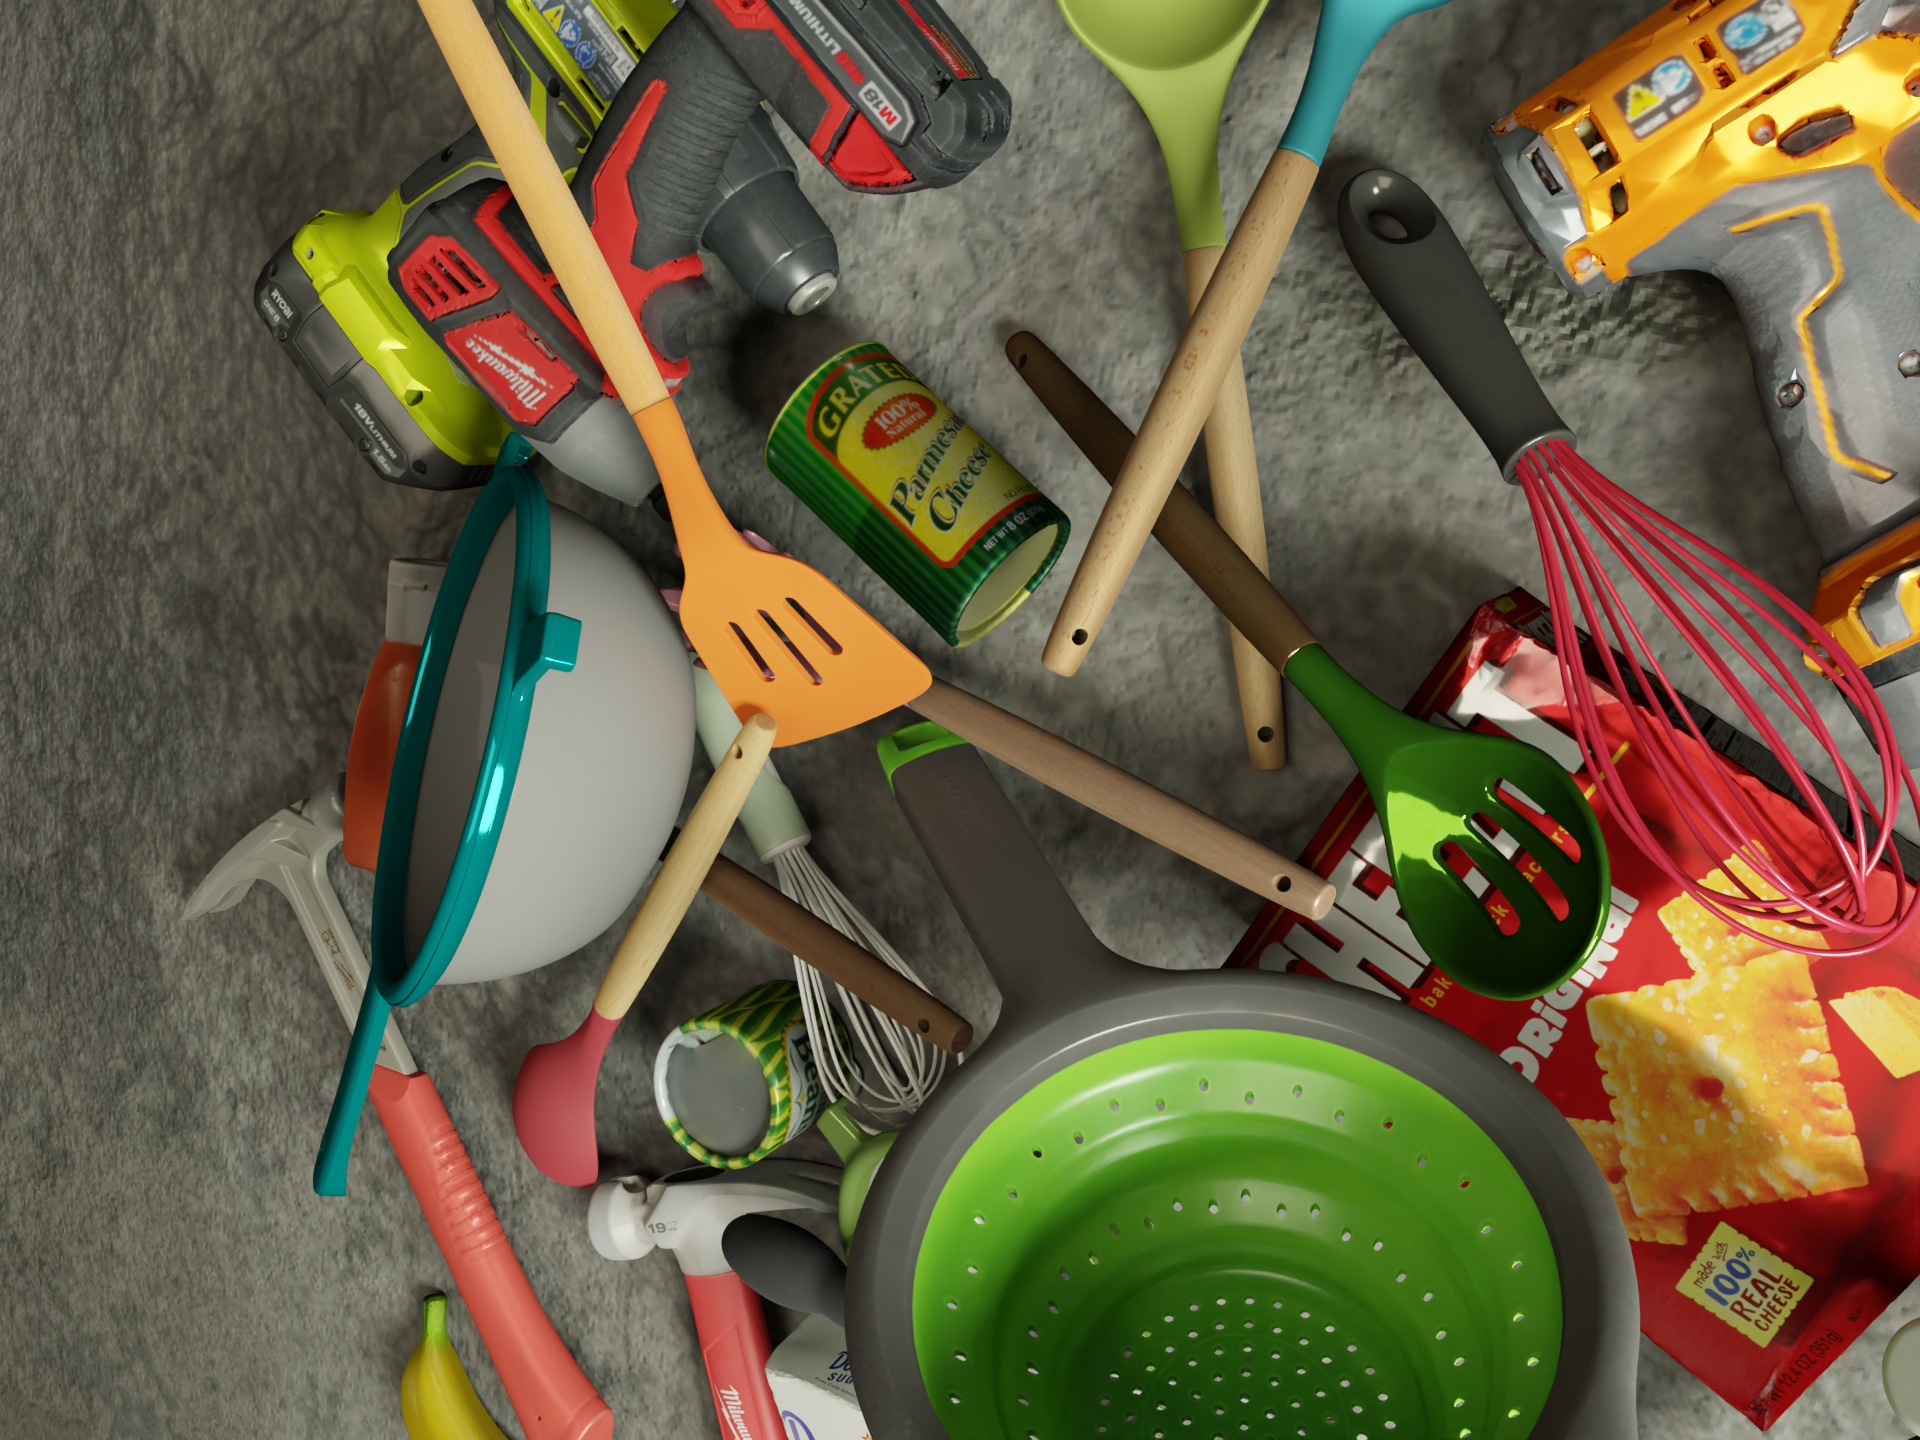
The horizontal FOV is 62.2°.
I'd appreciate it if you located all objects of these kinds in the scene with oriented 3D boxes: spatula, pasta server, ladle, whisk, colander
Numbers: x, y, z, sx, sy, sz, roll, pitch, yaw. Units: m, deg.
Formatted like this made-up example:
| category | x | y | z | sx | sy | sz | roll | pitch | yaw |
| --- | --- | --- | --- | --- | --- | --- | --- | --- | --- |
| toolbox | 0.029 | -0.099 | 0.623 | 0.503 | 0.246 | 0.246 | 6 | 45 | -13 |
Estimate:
| category | x | y | z | sx | sy | sz | roll | pitch | yaw |
| --- | --- | --- | --- | --- | --- | --- | --- | --- | --- |
| spatula | -0.110 | 0.057 | 0.668 | 0.316 | 0.018 | 0.059 | 27 | 109 | 38 |
| pasta server | -0.001 | -0.002 | 0.593 | 0.316 | 0.040 | 0.060 | 28 | 99 | 36 |
| ladle | 0.087 | -0.137 | 0.551 | 0.078 | 0.062 | 0.320 | -7 | 97 | 12 |
| ladle | -0.140 | 0.108 | 0.681 | 0.069 | 0.031 | 0.315 | 51 | 130 | 24 |
| whisk | -0.070 | 0.061 | 0.673 | 0.059 | 0.057 | 0.246 | -26 | 80 | -6 |
| whisk | 0.005 | 0.230 | 0.566 | 0.285 | 0.070 | 0.070 | 10 | 103 | 44 |
| whisk | 0.180 | -0.063 | 0.466 | 0.073 | 0.073 | 0.296 | -38 | 55 | 27 |
| colander | 0.050 | 0.132 | 0.510 | 0.398 | 0.204 | 0.094 | -123 | 17 | -53 |
| spatula | -0.115 | -0.133 | 0.552 | 0.081 | 0.041 | 0.322 | -20 | 103 | 25 |
| spatula | 0.100 | -0.157 | 0.509 | 0.082 | 0.044 | 0.317 | 22 | 97 | -18 |

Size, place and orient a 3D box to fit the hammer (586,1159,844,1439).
| category | x | y | z | sx | sy | sz | roll | pitch | yaw |
| --- | --- | --- | --- | --- | --- | --- | --- | --- | --- |
| hammer | -0.064 | 0.391 | 0.719 | 0.143 | 0.038 | 0.386 | -13 | 91 | 27 |

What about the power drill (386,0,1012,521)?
| category | x | y | z | sx | sy | sz | roll | pitch | yaw |
| --- | --- | --- | --- | --- | --- | --- | --- | --- | --- |
| power drill | -0.094 | -0.179 | 0.576 | 0.219 | 0.078 | 0.143 | -37 | 99 | 25 |

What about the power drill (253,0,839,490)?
| category | x | y | z | sx | sy | sz | roll | pitch | yaw |
| --- | --- | --- | --- | --- | --- | --- | --- | --- | --- |
| power drill | -0.173 | -0.200 | 0.667 | 0.228 | 0.080 | 0.190 | -37 | 89 | 25 |

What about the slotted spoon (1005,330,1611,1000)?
| category | x | y | z | sx | sy | sz | roll | pitch | yaw |
| --- | --- | --- | --- | --- | --- | --- | --- | --- | --- |
| slotted spoon | 0.098 | -0.038 | 0.521 | 0.314 | 0.031 | 0.070 | 55 | 128 | 33 |

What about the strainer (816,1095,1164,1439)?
| category | x | y | z | sx | sy | sz | roll | pitch | yaw |
| --- | --- | --- | --- | --- | --- | --- | --- | --- | --- |
| strainer | 0.039 | 0.255 | 0.637 | 0.151 | 0.069 | 0.256 | 8 | 120 | 39 |

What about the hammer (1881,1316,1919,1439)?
| category | x | y | z | sx | sy | sz | roll | pitch | yaw |
| --- | --- | --- | --- | --- | --- | --- | --- | --- | --- |
| hammer | 0.230 | 0.286 | 0.521 | 0.334 | 0.146 | 0.035 | -49 | 30 | 35 |

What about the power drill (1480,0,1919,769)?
| category | x | y | z | sx | sy | sz | roll | pitch | yaw |
| --- | --- | --- | --- | --- | --- | --- | --- | --- | --- |
| power drill | 0.271 | -0.119 | 0.441 | 0.164 | 0.084 | 0.226 | -31 | 79 | 27 |

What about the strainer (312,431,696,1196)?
| category | x | y | z | sx | sy | sz | roll | pitch | yaw |
| --- | --- | --- | --- | --- | --- | --- | --- | --- | --- |
| strainer | -0.185 | 0.067 | 0.654 | 0.340 | 0.095 | 0.211 | -67 | 28 | 21 |

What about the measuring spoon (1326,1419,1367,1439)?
| category | x | y | z | sx | sy | sz | roll | pitch | yaw |
| --- | --- | --- | --- | --- | --- | --- | --- | --- | --- |
| measuring spoon | 0.112 | 0.307 | 0.623 | 0.124 | 0.018 | 0.034 | -34 | 81 | 29 |

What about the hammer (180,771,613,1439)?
| category | x | y | z | sx | sy | sz | roll | pitch | yaw |
| --- | --- | --- | --- | --- | --- | --- | --- | --- | --- |
| hammer | -0.277 | 0.212 | 0.803 | 0.149 | 0.036 | 0.359 | -34 | 79 | 28 |
